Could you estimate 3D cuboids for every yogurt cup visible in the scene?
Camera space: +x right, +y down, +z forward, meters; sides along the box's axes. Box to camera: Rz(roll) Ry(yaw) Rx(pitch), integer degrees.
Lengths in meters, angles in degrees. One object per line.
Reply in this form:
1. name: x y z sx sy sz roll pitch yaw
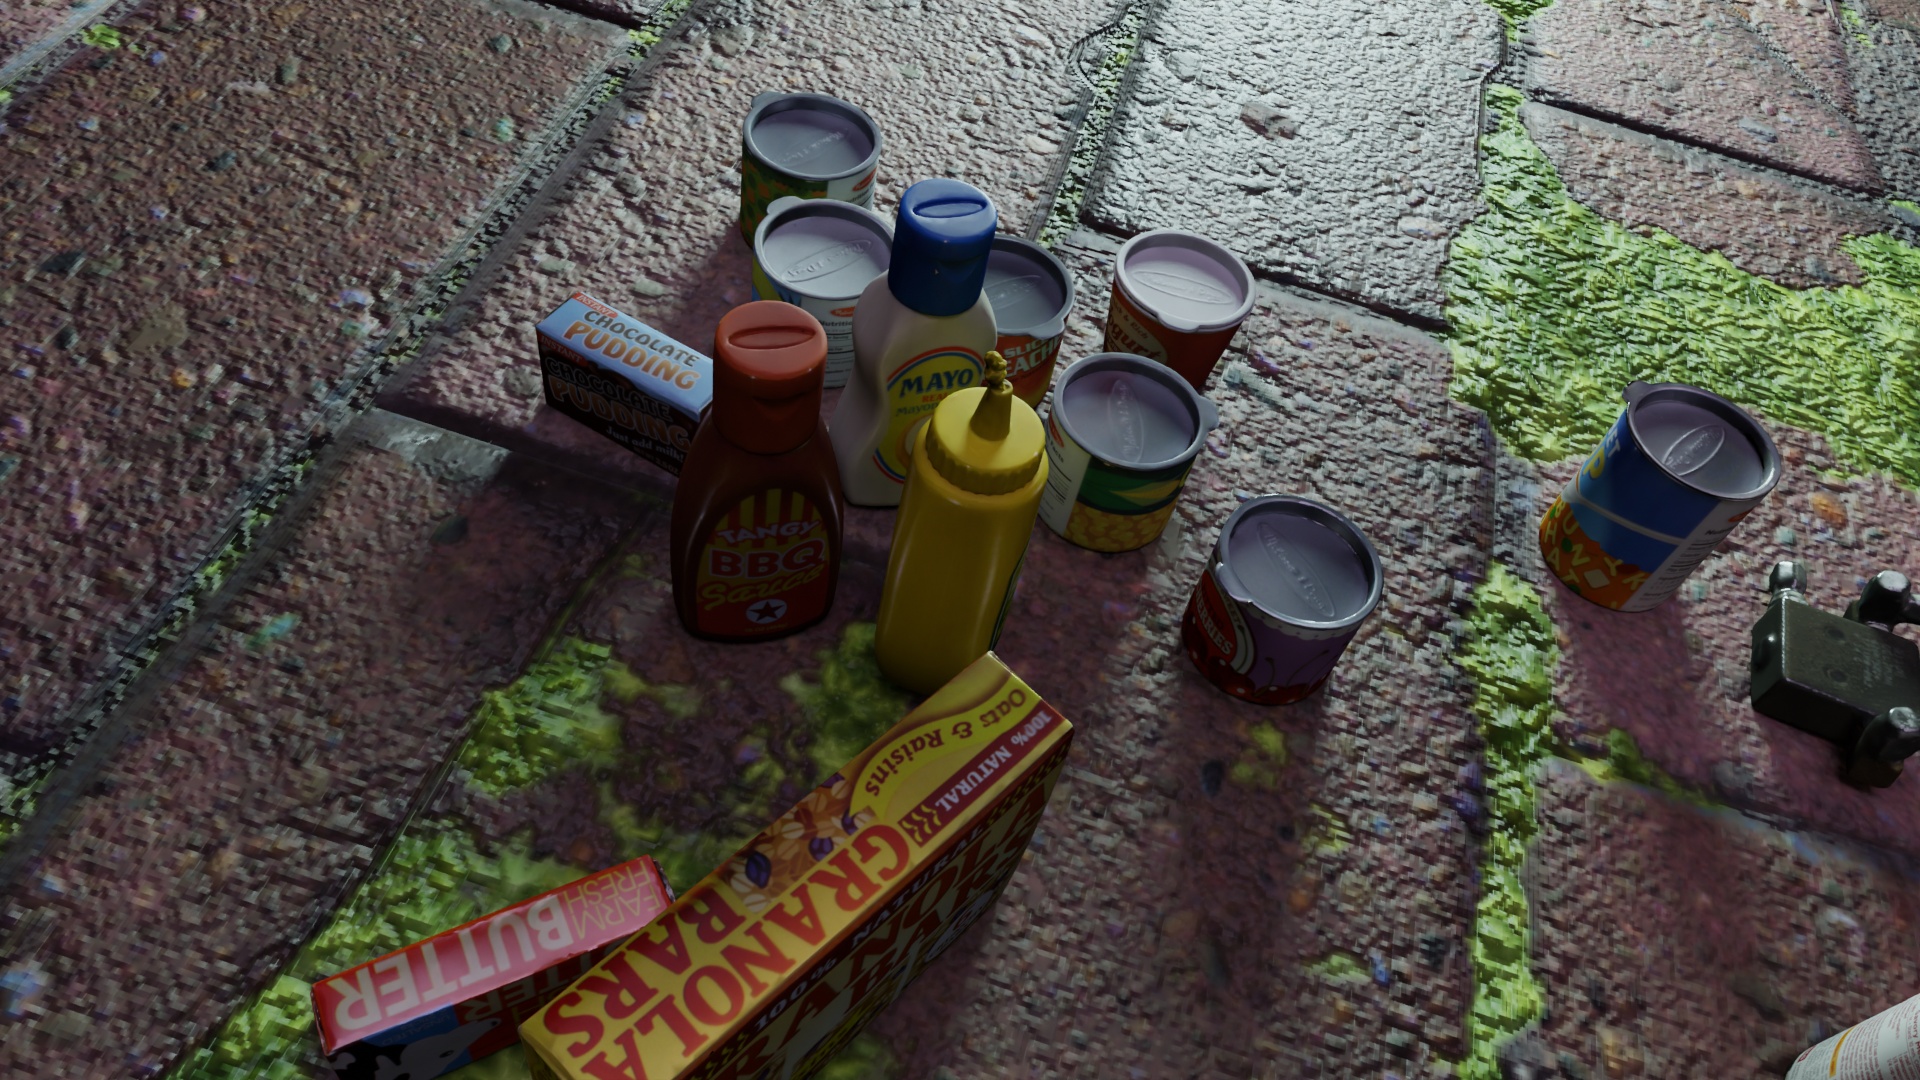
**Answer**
1. yogurt cup: 0.101 -0.107 0.664 0.072 0.053 0.073 6 52 -7

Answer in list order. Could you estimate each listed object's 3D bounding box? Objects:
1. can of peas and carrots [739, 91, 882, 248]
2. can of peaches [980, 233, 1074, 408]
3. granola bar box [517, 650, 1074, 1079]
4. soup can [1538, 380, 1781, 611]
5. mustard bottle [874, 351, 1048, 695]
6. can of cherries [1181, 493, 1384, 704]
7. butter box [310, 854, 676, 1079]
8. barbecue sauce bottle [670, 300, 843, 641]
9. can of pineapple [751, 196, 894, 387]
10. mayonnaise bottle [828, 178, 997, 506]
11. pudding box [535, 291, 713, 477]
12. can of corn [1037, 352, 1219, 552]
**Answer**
1. can of peas and carrots: -0.076 -0.176 0.679 0.071 0.058 0.071 6 52 -7
2. can of peaches: 0.015 -0.095 0.635 0.071 0.057 0.071 6 52 -7
3. granola bar box: -0.044 0.121 0.410 0.039 0.123 0.166 41 56 20
4. soup can: 0.305 -0.020 0.617 0.071 0.083 0.072 6 52 -7
5. mustard bottle: 0.002 -0.006 0.496 0.049 0.159 0.066 15 51 1
6. can of cherries: 0.126 0.025 0.562 0.071 0.058 0.072 6 52 -7
7. butter box: -0.139 0.134 0.426 0.104 0.052 0.024 -18 58 -23
8. barbecue sauce bottle: -0.072 -0.021 0.501 0.065 0.147 0.044 -7 54 -16
9. can of pineapple: -0.063 -0.113 0.633 0.071 0.057 0.071 6 52 -7
10. mayonnaise bottle: -0.016 -0.074 0.554 0.065 0.147 0.041 -11 55 -19
11. pudding box: -0.135 -0.064 0.585 0.084 0.049 0.030 28 52 11
12. can of corn: 0.069 -0.037 0.600 0.071 0.058 0.071 6 52 -7
